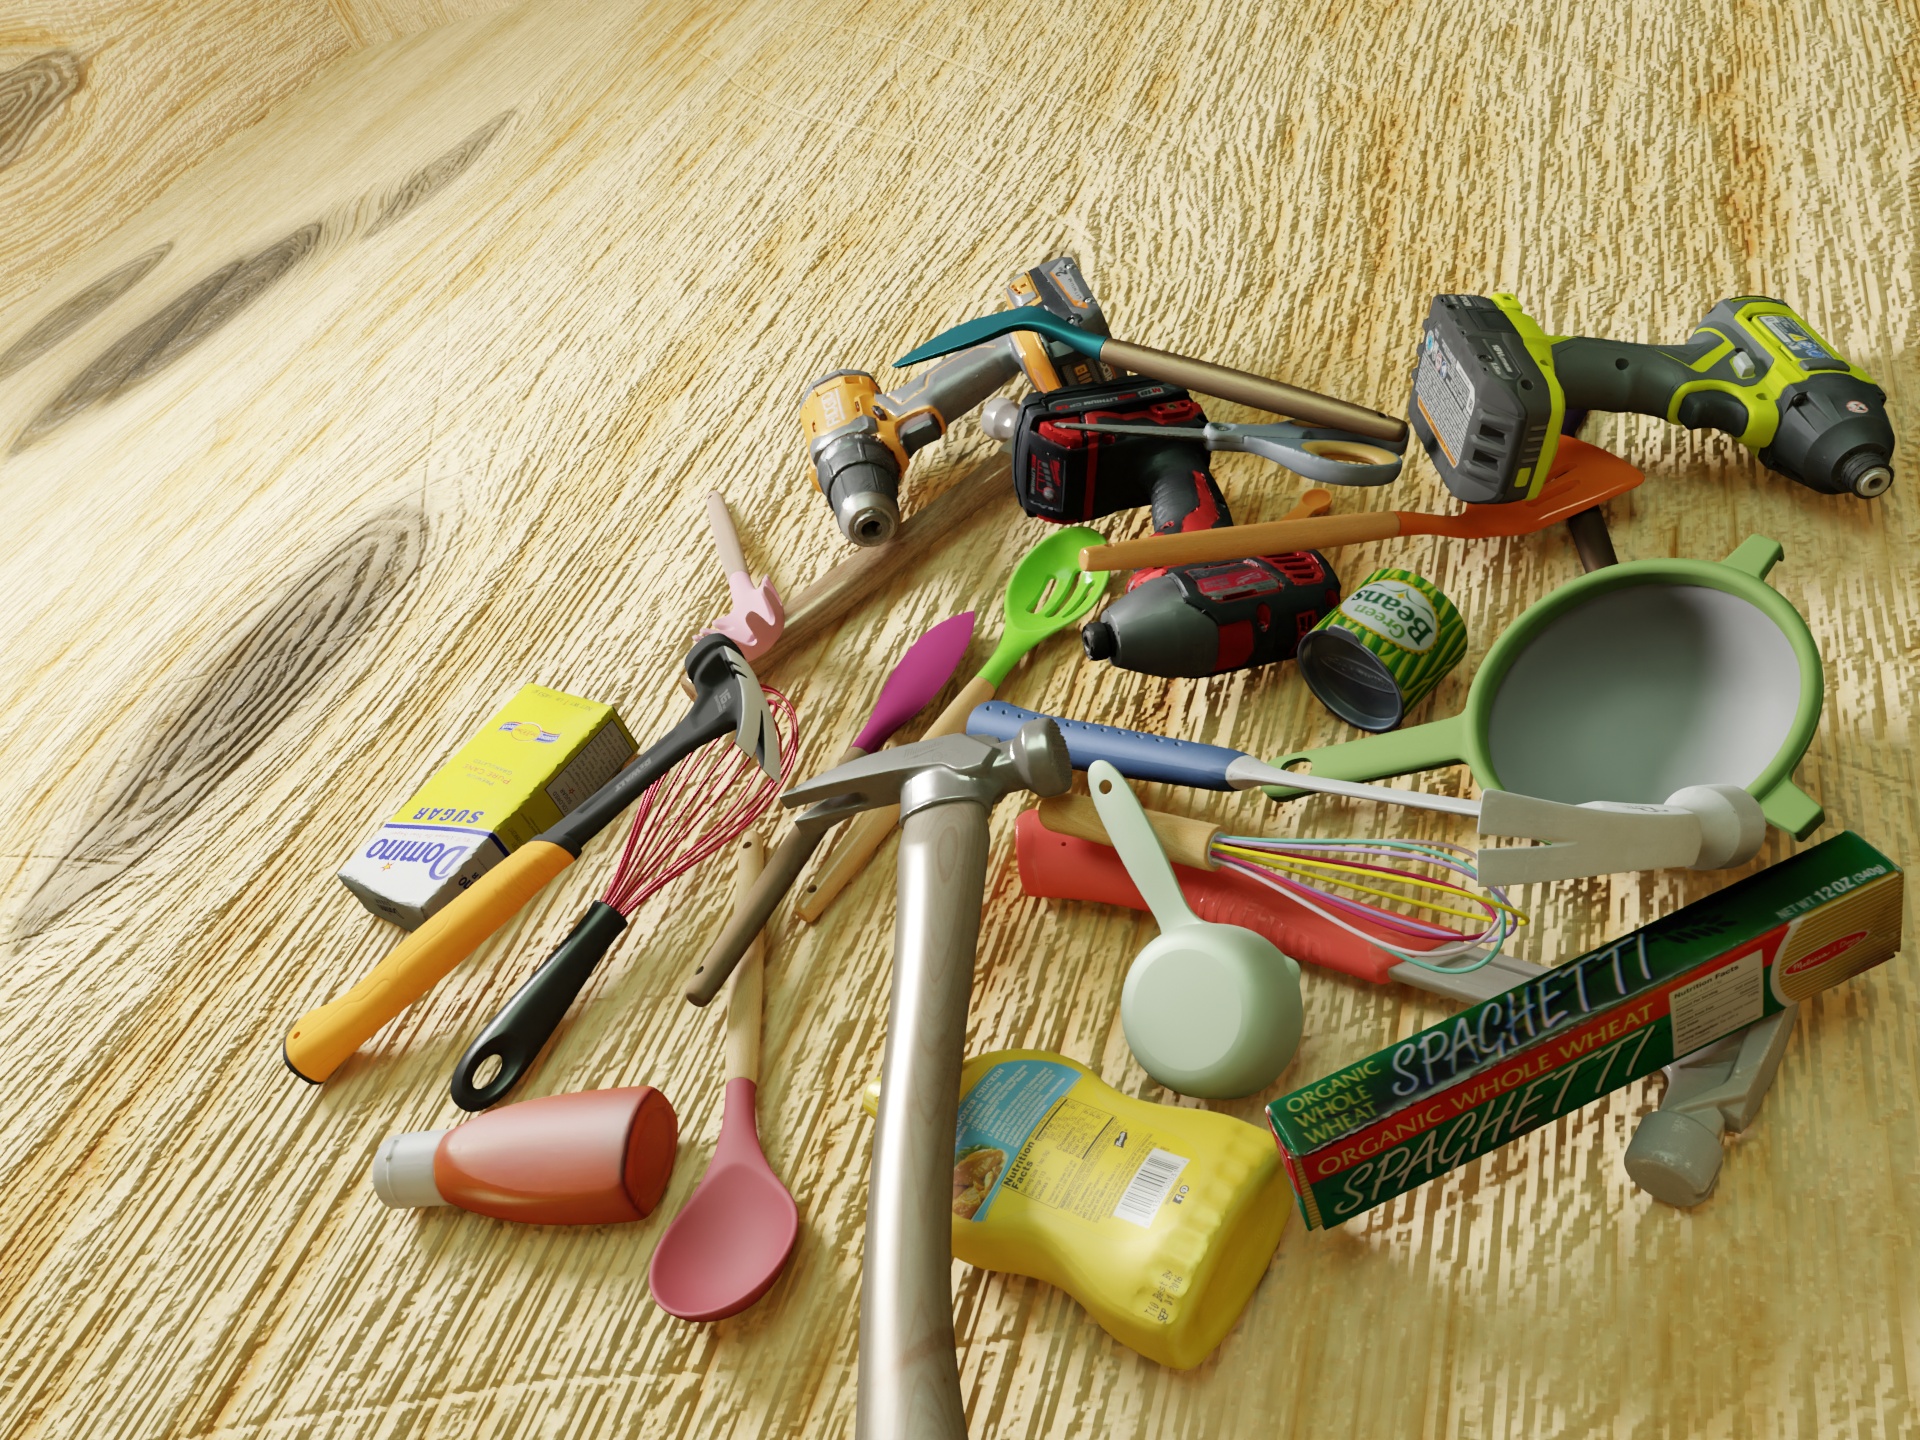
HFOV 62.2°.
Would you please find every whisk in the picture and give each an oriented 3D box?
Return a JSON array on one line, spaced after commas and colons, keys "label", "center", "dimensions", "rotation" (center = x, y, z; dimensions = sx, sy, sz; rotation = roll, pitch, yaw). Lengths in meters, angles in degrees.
[{"label": "whisk", "center": [0.136, 0.065, 0.717], "dimensions": [0.245, 0.051, 0.047], "rotation": [11, 16, 41]}, {"label": "whisk", "center": [-0.185, 0.092, 0.891], "dimensions": [0.073, 0.073, 0.296], "rotation": [12, 56, 37]}]

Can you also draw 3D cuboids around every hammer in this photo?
[{"label": "hammer", "center": [-0.047, -0.111, 1.078], "dimensions": [0.331, 0.031, 0.130], "rotation": [-38, 40, -17]}, {"label": "hammer", "center": [-0.025, 0.159, 0.651], "dimensions": [0.146, 0.038, 0.411], "rotation": [-14, 40, 15]}, {"label": "hammer", "center": [0.135, 0.024, 0.735], "dimensions": [0.144, 0.035, 0.406], "rotation": [0, 6, -37]}, {"label": "hammer", "center": [-0.238, 0.090, 0.868], "dimensions": [0.337, 0.034, 0.127], "rotation": [-40, 33, 5]}, {"label": "hammer", "center": [0.178, 0.090, 0.722], "dimensions": [0.359, 0.036, 0.149], "rotation": [14, 52, 38]}]

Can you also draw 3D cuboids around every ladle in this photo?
[{"label": "ladle", "center": [-0.110, 0.162, 0.794], "dimensions": [0.069, 0.031, 0.316], "rotation": [-15, 37, 7]}]

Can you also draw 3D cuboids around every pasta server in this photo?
[{"label": "pasta server", "center": [-0.160, -0.111, 1.096], "dimensions": [0.060, 0.040, 0.316], "rotation": [-39, 28, 6]}]

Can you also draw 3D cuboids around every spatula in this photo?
[{"label": "spatula", "center": [0.109, -0.204, 0.945], "dimensions": [0.318, 0.044, 0.082], "rotation": [22, 40, 24]}, {"label": "spatula", "center": [0.215, -0.113, 0.863], "dimensions": [0.322, 0.041, 0.081], "rotation": [-8, 31, -18]}, {"label": "spatula", "center": [0.354, -0.141, 0.917], "dimensions": [0.060, 0.018, 0.316], "rotation": [-8, 40, 15]}]

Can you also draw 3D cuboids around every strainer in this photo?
[{"label": "strainer", "center": [0.269, 0.017, 0.747], "dimensions": [0.256, 0.069, 0.152], "rotation": [-15, 51, 34]}]

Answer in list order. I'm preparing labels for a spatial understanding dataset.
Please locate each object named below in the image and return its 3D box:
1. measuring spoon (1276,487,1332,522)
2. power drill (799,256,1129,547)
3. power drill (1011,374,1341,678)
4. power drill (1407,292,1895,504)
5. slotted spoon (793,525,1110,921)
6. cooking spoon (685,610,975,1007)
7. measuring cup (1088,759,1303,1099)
[{"label": "measuring spoon", "center": [0.187, -0.102, 0.966], "dimensions": [0.117, 0.011, 0.021], "rotation": [-44, 47, -19]}, {"label": "power drill", "center": [-0.001, -0.211, 1.082], "dimensions": [0.226, 0.084, 0.186], "rotation": [-24, 38, 8]}, {"label": "power drill", "center": [0.111, -0.108, 0.924], "dimensions": [0.143, 0.078, 0.220], "rotation": [-12, 46, -13]}, {"label": "power drill", "center": [0.373, -0.172, 0.859], "dimensions": [0.223, 0.080, 0.171], "rotation": [0, 39, -3]}, {"label": "slotted spoon", "center": [-0.001, -0.003, 0.932], "dimensions": [0.070, 0.031, 0.314], "rotation": [13, 53, 38]}, {"label": "cooking spoon", "center": [-0.068, 0.037, 0.900], "dimensions": [0.069, 0.017, 0.319], "rotation": [-21, 28, 43]}, {"label": "measuring cup", "center": [0.088, 0.087, 0.704], "dimensions": [0.083, 0.038, 0.168], "rotation": [-36, 65, 24]}]
